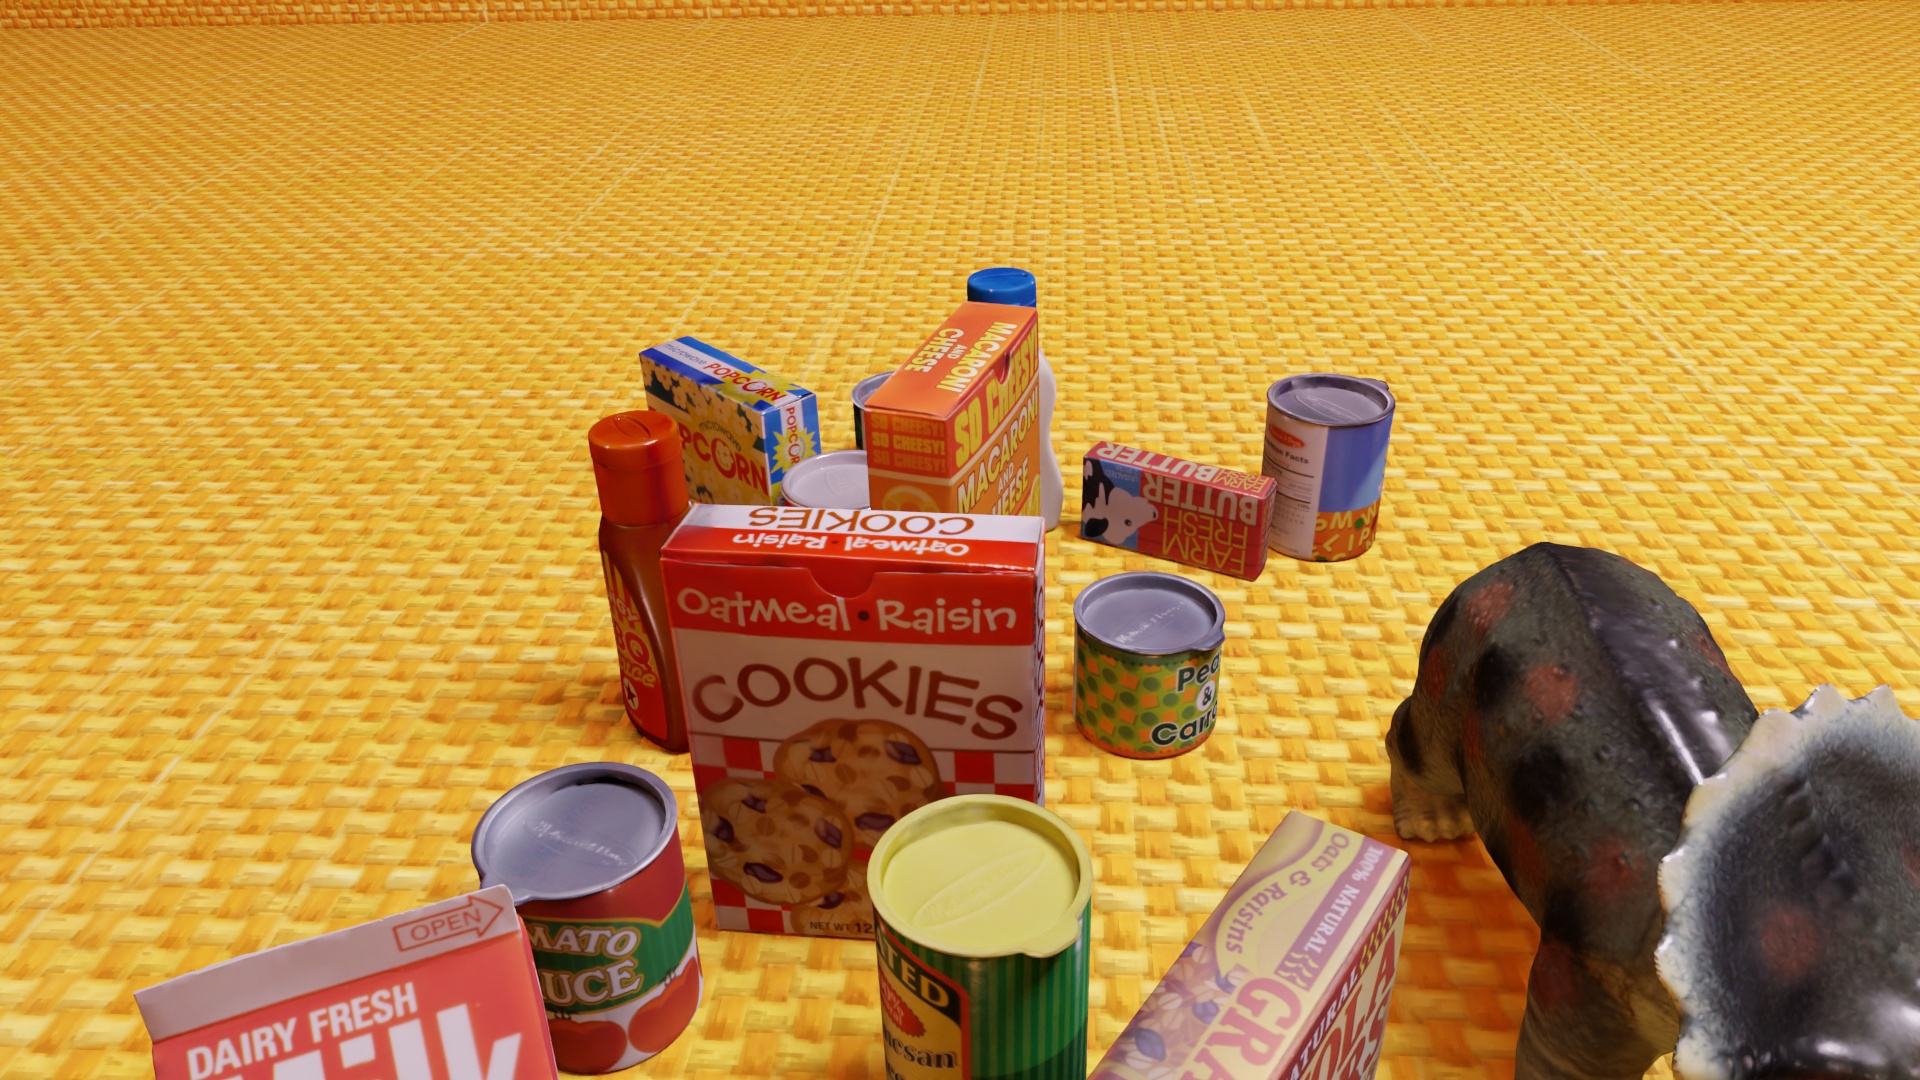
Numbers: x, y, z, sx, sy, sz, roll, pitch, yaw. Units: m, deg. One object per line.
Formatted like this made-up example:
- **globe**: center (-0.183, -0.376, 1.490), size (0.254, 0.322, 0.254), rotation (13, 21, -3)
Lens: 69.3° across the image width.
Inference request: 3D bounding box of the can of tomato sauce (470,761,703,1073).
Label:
- **can of tomato sauce**: center (-0.126, 0.130, 0.476), size (0.071, 0.082, 0.071), rotation (-1, 30, 1)

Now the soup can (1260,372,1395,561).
- **soup can**: center (0.199, -0.041, 0.754), size (0.071, 0.083, 0.072), rotation (-1, 30, 1)

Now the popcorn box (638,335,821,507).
- **popcorn box**: center (-0.132, -0.060, 0.802), size (0.038, 0.084, 0.127), rotation (-26, 38, -36)

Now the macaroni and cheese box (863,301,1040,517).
- **macaroni and cheese box**: center (0.002, -0.008, 0.625), size (0.040, 0.165, 0.124), rotation (9, 31, 18)

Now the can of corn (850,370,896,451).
- **can of corn**: center (-0.030, -0.064, 0.831), size (0.071, 0.058, 0.071), rotation (-1, 30, 1)

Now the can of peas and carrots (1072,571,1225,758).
- **can of peas and carrots**: center (0.085, 0.056, 0.618), size (0.071, 0.058, 0.071), rotation (-1, 30, 1)

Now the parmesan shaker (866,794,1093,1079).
- **parmesan shaker**: center (0.009, 0.141, 0.430), size (0.071, 0.102, 0.071), rotation (-1, 30, 1)

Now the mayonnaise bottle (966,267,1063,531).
- **mayonnaise bottle**: center (0.024, -0.072, 0.754), size (0.065, 0.147, 0.041), rotation (-7, 30, -9)

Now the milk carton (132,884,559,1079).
- **milk carton**: center (-0.122, 0.159, 0.319), size (0.072, 0.189, 0.074), rotation (-14, 32, -20)

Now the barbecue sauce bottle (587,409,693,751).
- **barbecue sauce bottle**: center (-0.132, 0.017, 0.607), size (0.044, 0.147, 0.065), rotation (-21, 35, -29)

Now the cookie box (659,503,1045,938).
- **cookie box**: center (-0.032, 0.069, 0.492), size (0.123, 0.166, 0.040), rotation (2, 30, 7)

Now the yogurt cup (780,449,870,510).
- **yogurt cup**: center (-0.060, -0.010, 0.745), size (0.072, 0.053, 0.073), rotation (-1, 30, 1)

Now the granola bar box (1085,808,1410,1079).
- **granola bar box**: center (0.063, 0.167, 0.361), size (0.039, 0.123, 0.166), rotation (18, 36, 31)

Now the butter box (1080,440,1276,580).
- **butter box**: center (0.116, -0.017, 0.747), size (0.103, 0.052, 0.024), rotation (15, 34, 26)
